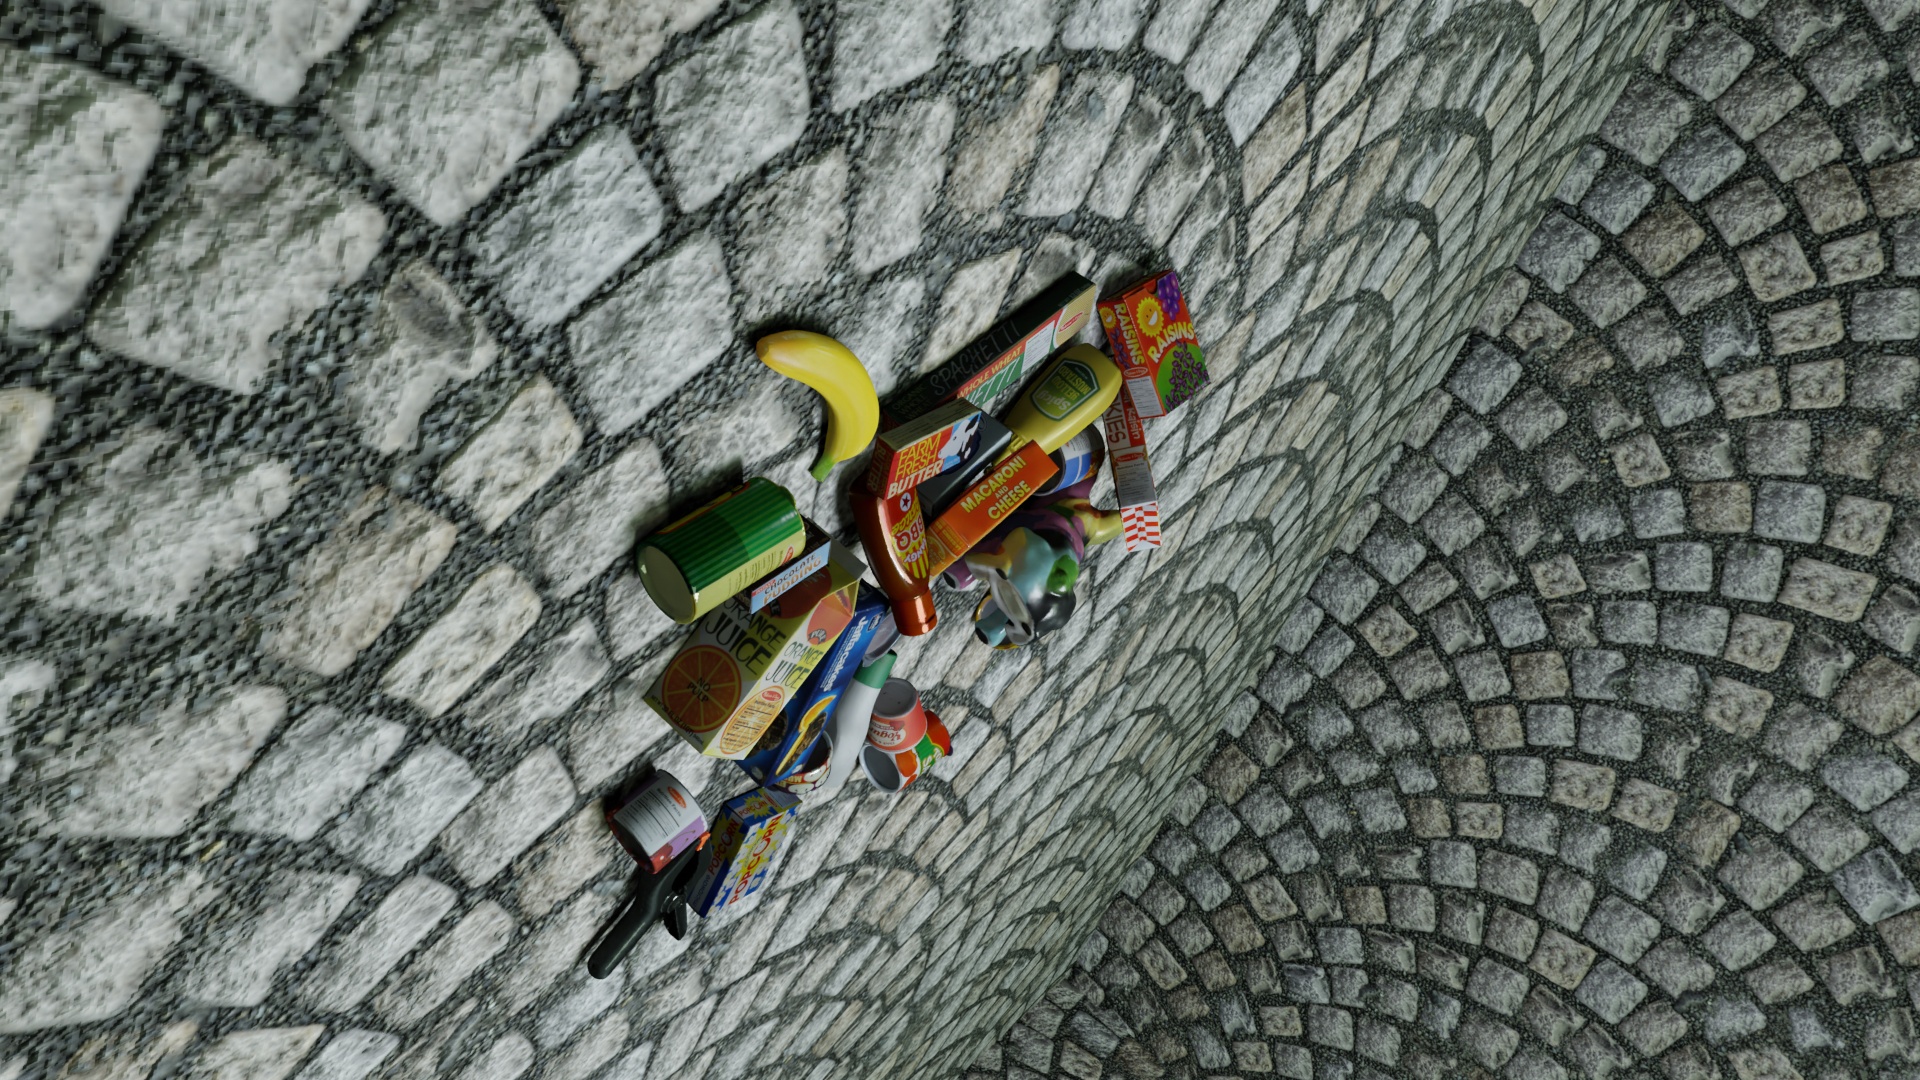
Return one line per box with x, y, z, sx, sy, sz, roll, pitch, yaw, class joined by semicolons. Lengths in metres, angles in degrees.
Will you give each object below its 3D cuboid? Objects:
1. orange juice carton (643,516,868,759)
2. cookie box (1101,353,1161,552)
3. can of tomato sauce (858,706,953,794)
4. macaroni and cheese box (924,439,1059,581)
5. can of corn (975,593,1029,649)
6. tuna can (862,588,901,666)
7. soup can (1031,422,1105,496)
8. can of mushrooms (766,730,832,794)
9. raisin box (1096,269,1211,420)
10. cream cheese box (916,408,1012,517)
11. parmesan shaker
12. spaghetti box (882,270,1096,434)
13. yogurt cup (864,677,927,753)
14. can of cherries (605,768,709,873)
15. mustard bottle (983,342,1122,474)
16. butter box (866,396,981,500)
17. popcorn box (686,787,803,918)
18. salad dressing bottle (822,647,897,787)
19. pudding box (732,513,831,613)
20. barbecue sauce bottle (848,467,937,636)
-0.156;0.077;1.108;0.192;0.072;0.073;-53;159;0;orange juice carton
0.171;-0.089;1.413;0.040;0.168;0.122;-11;157;7;cookie box
-0.061;0.234;1.544;0.083;0.071;0.070;-32;150;-41;can of tomato sauce
0.004;-0.016;1.254;0.124;0.040;0.165;-40;179;-29;macaroni and cheese box
0.056;0.089;1.567;0.071;0.071;0.058;-59;157;16;can of corn
-0.083;0.082;1.317;0.071;0.033;0.070;-43;156;-24;tuna can
0.095;-0.083;1.381;0.084;0.071;0.071;-22;143;-53;soup can
-0.156;0.205;1.312;0.071;0.071;0.033;-36;152;-37;can of mushrooms
0.189;-0.190;1.348;0.086;0.040;0.123;-34;109;-38;raisin box
-0.009;-0.073;1.203;0.104;0.053;0.024;-43;160;-22;cream cheese box
-0.168;0.004;0.978;0.103;0.071;0.071;-34;152;-38;parmesan shaker
0.027;-0.151;1.188;0.251;0.029;0.050;-40;155;-30;spaghetti box
-0.070;0.180;1.453;0.073;0.072;0.053;-40;147;-30;yogurt cup
-0.254;0.236;1.161;0.058;0.071;0.071;-40;155;-29;can of cherries
0.081;-0.116;1.308;0.160;0.065;0.048;-44;161;-11;mustard bottle
-0.030;-0.074;1.115;0.104;0.024;0.052;-30;148;-41;butter box
-0.217;0.306;1.380;0.085;0.038;0.126;-13;135;-58;popcorn box
-0.110;0.169;1.366;0.044;0.064;0.147;23;97;-32;salad dressing bottle
-0.145;0.013;1.062;0.084;0.050;0.030;-35;154;-36;pudding box
-0.052;0.011;1.171;0.065;0.043;0.147;-46;132;-46;barbecue sauce bottle
